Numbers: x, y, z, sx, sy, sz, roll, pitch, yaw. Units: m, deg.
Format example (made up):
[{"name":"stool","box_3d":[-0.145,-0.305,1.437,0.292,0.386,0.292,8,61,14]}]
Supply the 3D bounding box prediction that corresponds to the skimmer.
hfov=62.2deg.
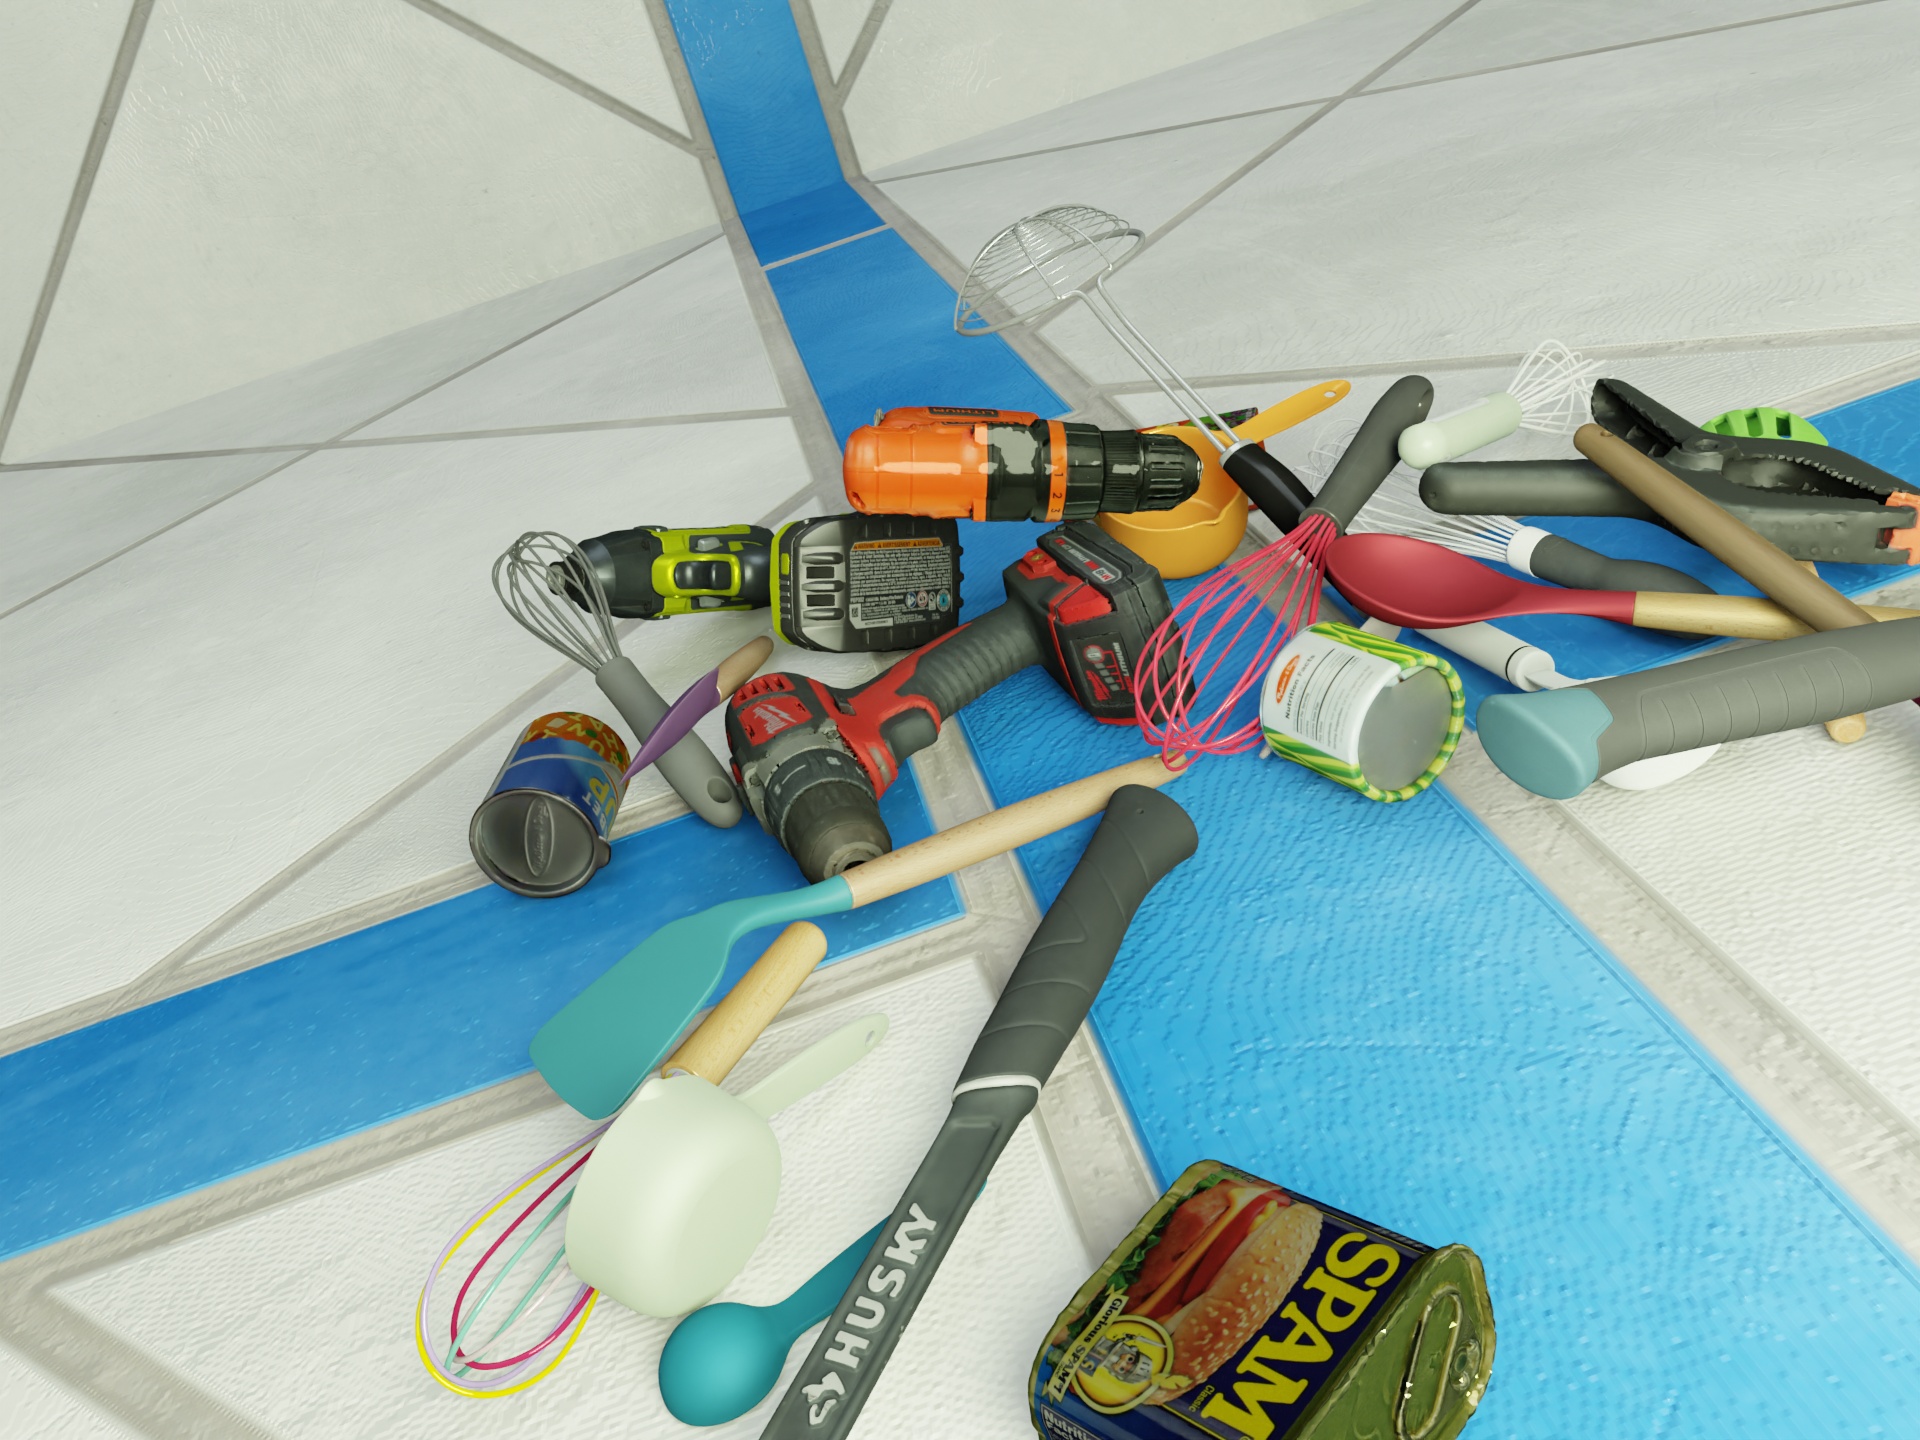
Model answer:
[{"name":"skimmer","box_3d":[0.123,-0.177,0.916,0.127,0.090,0.364,-33,64,-7]}]

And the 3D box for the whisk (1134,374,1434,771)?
[{"name":"whisk","box_3d":[0.167,-0.082,0.775,0.073,0.073,0.296,8,47,40]}]

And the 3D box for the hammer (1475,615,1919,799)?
[{"name":"hammer","box_3d":[0.342,-0.023,0.560,0.331,0.033,0.128,-12,43,-10]}]

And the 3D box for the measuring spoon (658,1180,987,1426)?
[{"name":"measuring spoon","box_3d":[-0.045,0.181,0.525,0.128,0.021,0.042,-31,30,-22]}]

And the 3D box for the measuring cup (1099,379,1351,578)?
[{"name":"measuring cup","box_3d":[0.160,-0.144,0.938,0.173,0.052,0.095,-30,50,-13]}]

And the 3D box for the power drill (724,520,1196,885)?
[{"name":"power drill","box_3d":[-0.001,-0.002,0.781,0.226,0.080,0.188,-26,28,-7]}]

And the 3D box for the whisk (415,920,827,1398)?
[{"name":"whisk","box_3d":[-0.115,0.156,0.605,0.047,0.051,0.245,18,36,18]}]

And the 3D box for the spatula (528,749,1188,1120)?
[{"name":"spatula","box_3d":[-0.026,0.073,0.669,0.317,0.044,0.082,-19,20,-29]}]

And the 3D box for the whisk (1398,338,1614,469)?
[{"name":"whisk","box_3d":[0.298,-0.169,0.869,0.058,0.059,0.246,-18,5,43]}]

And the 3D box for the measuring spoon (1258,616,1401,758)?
[{"name":"measuring spoon","box_3d":[0.179,-0.017,0.759,0.018,0.034,0.124,41,58,7]}]

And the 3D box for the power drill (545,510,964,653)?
[{"name":"power drill","box_3d":[-0.125,-0.087,0.961,0.223,0.080,0.171,6,11,39]}]

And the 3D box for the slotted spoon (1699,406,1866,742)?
[{"name":"slotted spoon","box_3d":[0.386,-0.082,0.742,0.070,0.031,0.314,-4,32,20]}]

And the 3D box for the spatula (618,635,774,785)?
[{"name":"spatula","box_3d":[-0.128,-0.019,0.846,0.060,0.018,0.316,-52,5,9]}]

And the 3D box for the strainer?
[{"name":"strainer","box_3d":[0.254,-0.018,0.692,0.087,0.050,0.259,-12,21,-9]}]

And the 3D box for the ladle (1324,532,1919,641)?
[{"name":"ladle","box_3d":[0.311,-0.046,0.666,0.315,0.031,0.069,8,36,24]}]

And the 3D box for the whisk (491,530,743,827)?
[{"name":"whisk","box_3d":[-0.187,-0.026,0.873,0.055,0.055,0.239,-31,61,-22]}]

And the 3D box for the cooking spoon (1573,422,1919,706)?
[{"name":"cooking spoon","box_3d":[0.343,-0.037,0.616,0.068,0.017,0.319,-16,42,-14]}]

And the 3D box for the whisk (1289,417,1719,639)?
[{"name":"whisk","box_3d":[0.267,-0.095,0.812,0.070,0.070,0.285,-27,33,-17]}]

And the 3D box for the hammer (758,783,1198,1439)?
[{"name":"hammer","box_3d":[0.000,0.141,0.542,0.149,0.036,0.409,9,34,22]}]

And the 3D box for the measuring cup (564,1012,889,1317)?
[{"name":"measuring cup","box_3d":[-0.066,0.149,0.567,0.038,0.083,0.167,21,28,30]}]
